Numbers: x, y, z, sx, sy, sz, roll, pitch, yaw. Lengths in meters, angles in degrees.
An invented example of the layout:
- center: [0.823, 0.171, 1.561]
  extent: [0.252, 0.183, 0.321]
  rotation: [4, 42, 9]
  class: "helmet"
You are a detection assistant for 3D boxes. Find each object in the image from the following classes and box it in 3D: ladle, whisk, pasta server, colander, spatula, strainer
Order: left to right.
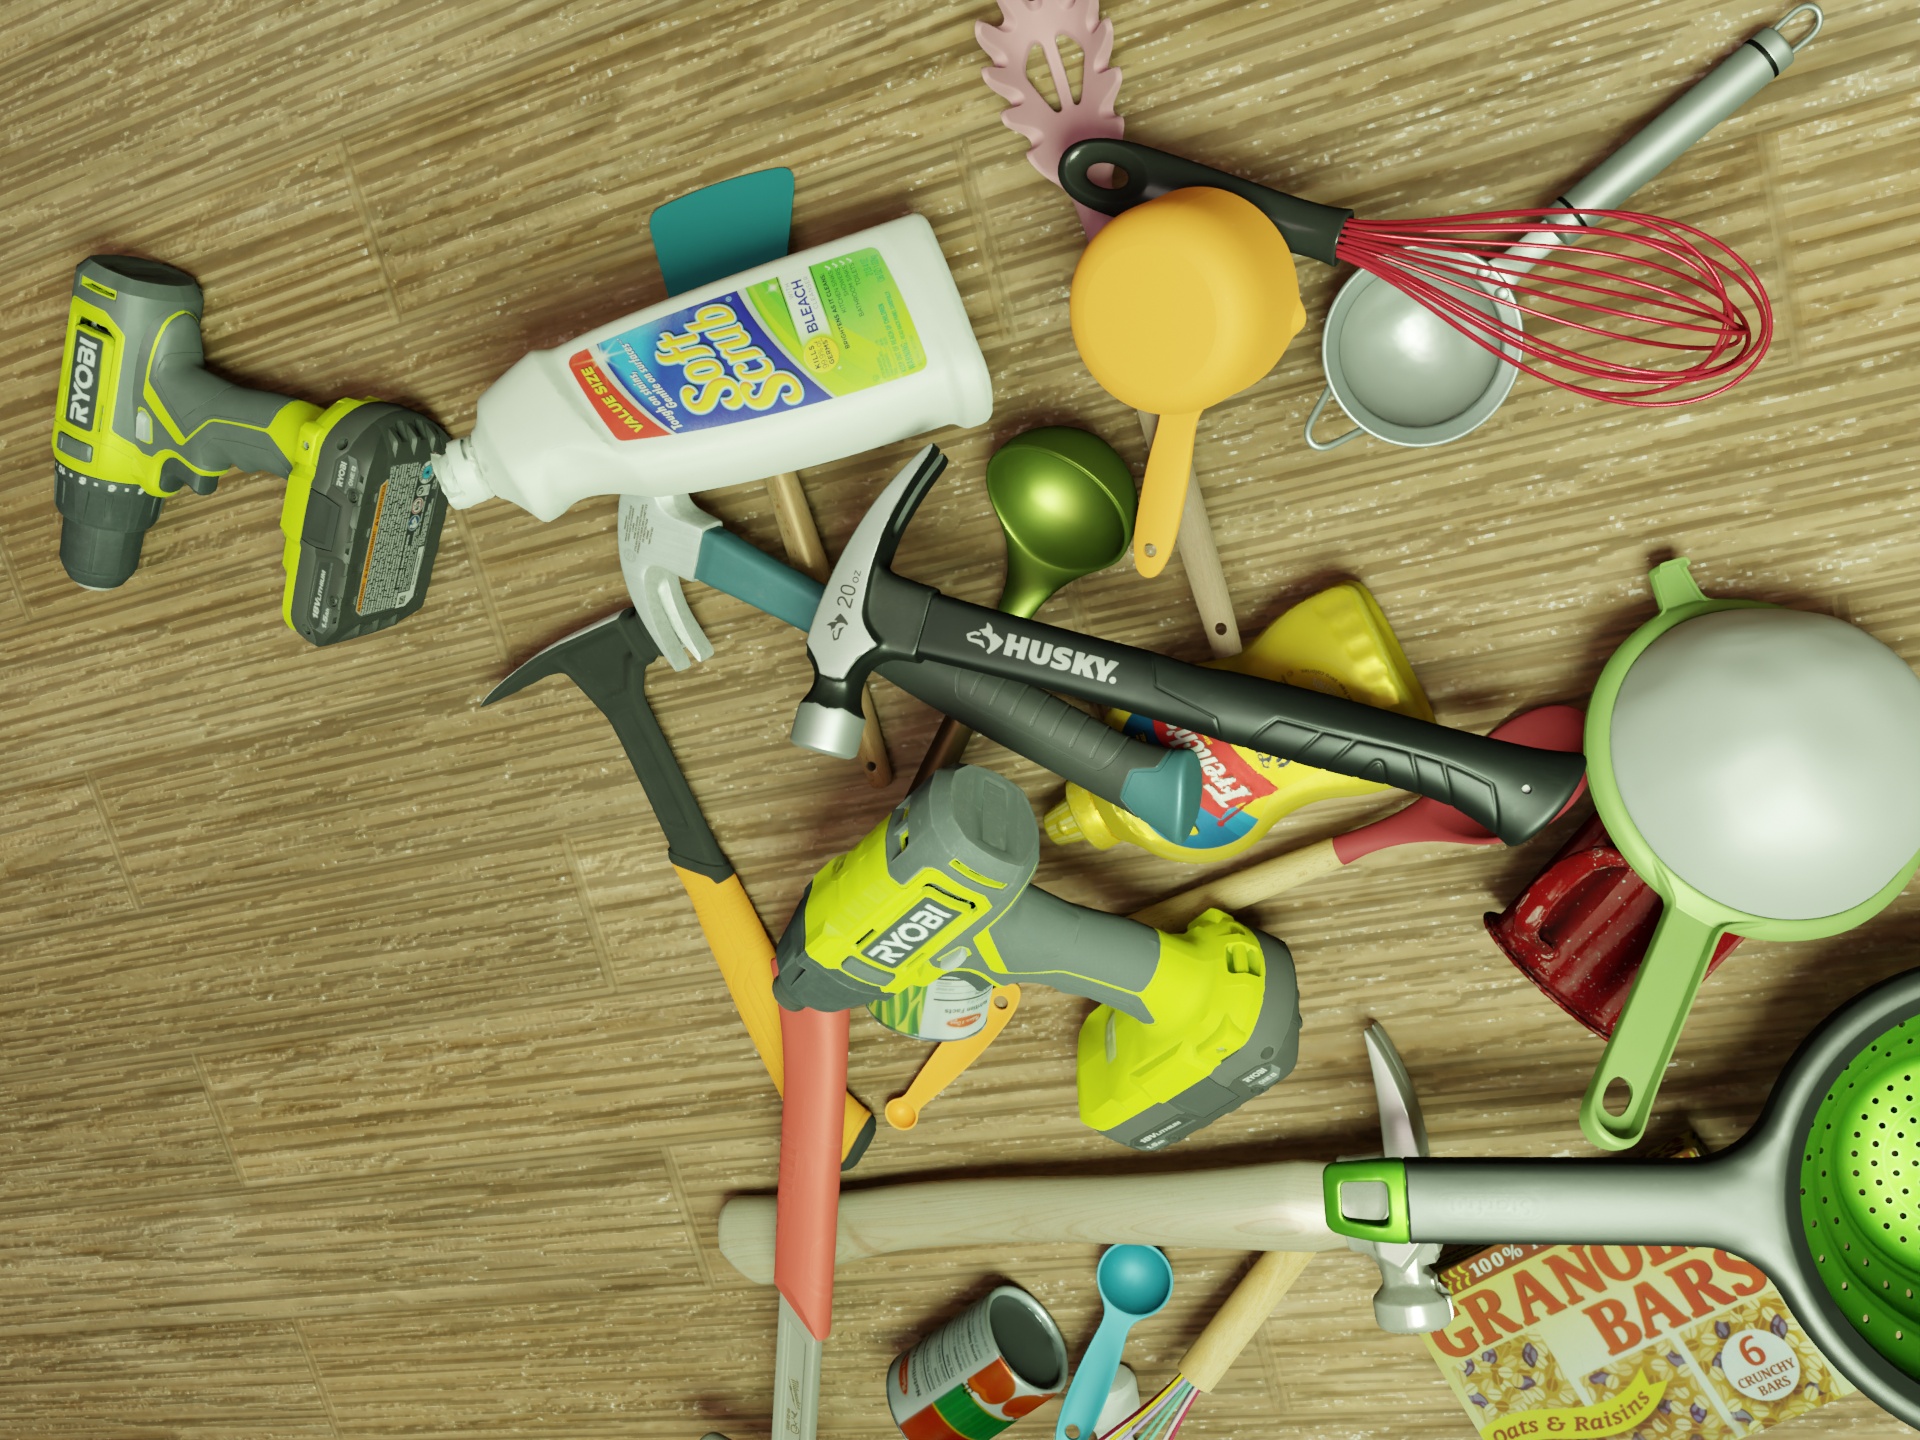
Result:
- center: [-0.083, -0.115, 0.817]
  extent: [0.082, 0.044, 0.317]
  rotation: [-12, 106, 19]
  class: "spatula"
- center: [-0.001, -0.003, 0.804]
  extent: [0.078, 0.062, 0.320]
  rotation: [31, 115, 11]
  class: "ladle"
- center: [0.076, -0.180, 0.718]
  extent: [0.060, 0.040, 0.316]
  rotation: [-16, 92, 14]
  class: "pasta server"
- center: [0.108, 0.365, 0.845]
  extent: [0.047, 0.051, 0.245]
  rotation: [38, 94, 22]
  class: "whisk"
- center: [0.161, 0.073, 0.779]
  extent: [0.315, 0.069, 0.031]
  rotation: [-26, 123, 27]
  class: "ladle"
- center: [0.175, -0.192, 0.648]
  extent: [0.296, 0.073, 0.073]
  rotation: [21, 110, 18]
  class: "whisk"
- center: [0.250, -0.205, 0.674]
  extent: [0.258, 0.050, 0.087]
  rotation: [-39, 98, 17]
  class: "strainer"
- center: [0.314, 0.053, 0.632]
  extent: [0.151, 0.069, 0.256]
  rotation: [30, 72, 5]
  class: "strainer"
- center: [0.364, 0.204, 0.700]
  extent: [0.397, 0.094, 0.204]
  rotation: [-4, 86, 14]
  class: "colander"

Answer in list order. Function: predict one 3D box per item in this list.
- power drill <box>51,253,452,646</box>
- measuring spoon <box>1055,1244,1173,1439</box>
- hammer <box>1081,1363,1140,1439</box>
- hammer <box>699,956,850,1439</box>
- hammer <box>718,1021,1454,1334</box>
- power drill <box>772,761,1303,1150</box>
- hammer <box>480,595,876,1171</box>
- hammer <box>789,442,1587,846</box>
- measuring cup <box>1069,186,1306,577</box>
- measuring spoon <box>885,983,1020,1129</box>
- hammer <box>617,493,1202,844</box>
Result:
- center: [-0.409, -0.131, 0.889]
  extent: [0.228, 0.080, 0.190]
  rotation: [25, 111, 13]
  class: "power drill"
- center: [0.081, 0.344, 0.876]
  extent: [0.042, 0.021, 0.128]
  rotation: [22, 93, 13]
  class: "measuring spoon"
- center: [0.268, 0.417, 0.843]
  extent: [0.405, 0.035, 0.144]
  rotation: [-7, 102, 19]
  class: "hammer"
- center: [-0.077, 0.290, 0.868]
  extent: [0.149, 0.036, 0.359]
  rotation: [11, 104, 28]
  class: "hammer"
- center: [0.046, 0.255, 0.861]
  extent: [0.410, 0.038, 0.146]
  rotation: [-11, 82, 24]
  class: "hammer"
- center: [0.033, 0.120, 0.751]
  extent: [0.223, 0.080, 0.171]
  rotation: [27, 131, -23]
  class: "power drill"
- center: [-0.142, 0.104, 0.889]
  extent: [0.127, 0.034, 0.337]
  rotation: [-23, 97, 21]
  class: "hammer"
- center: [0.098, -0.017, 0.692]
  extent: [0.335, 0.035, 0.146]
  rotation: [15, 90, 12]
  class: "hammer"
- center: [0.083, -0.133, 0.672]
  extent: [0.095, 0.052, 0.173]
  rotation: [22, 122, 25]
  class: "measuring cup"
- center: [-0.003, 0.185, 0.882]
  extent: [0.021, 0.011, 0.117]
  rotation: [40, 109, 3]
  class: "measuring spoon"
- center: [-0.031, -0.035, 0.770]
  extent: [0.331, 0.033, 0.128]
  rotation: [28, 120, 17]
  class: "hammer"
